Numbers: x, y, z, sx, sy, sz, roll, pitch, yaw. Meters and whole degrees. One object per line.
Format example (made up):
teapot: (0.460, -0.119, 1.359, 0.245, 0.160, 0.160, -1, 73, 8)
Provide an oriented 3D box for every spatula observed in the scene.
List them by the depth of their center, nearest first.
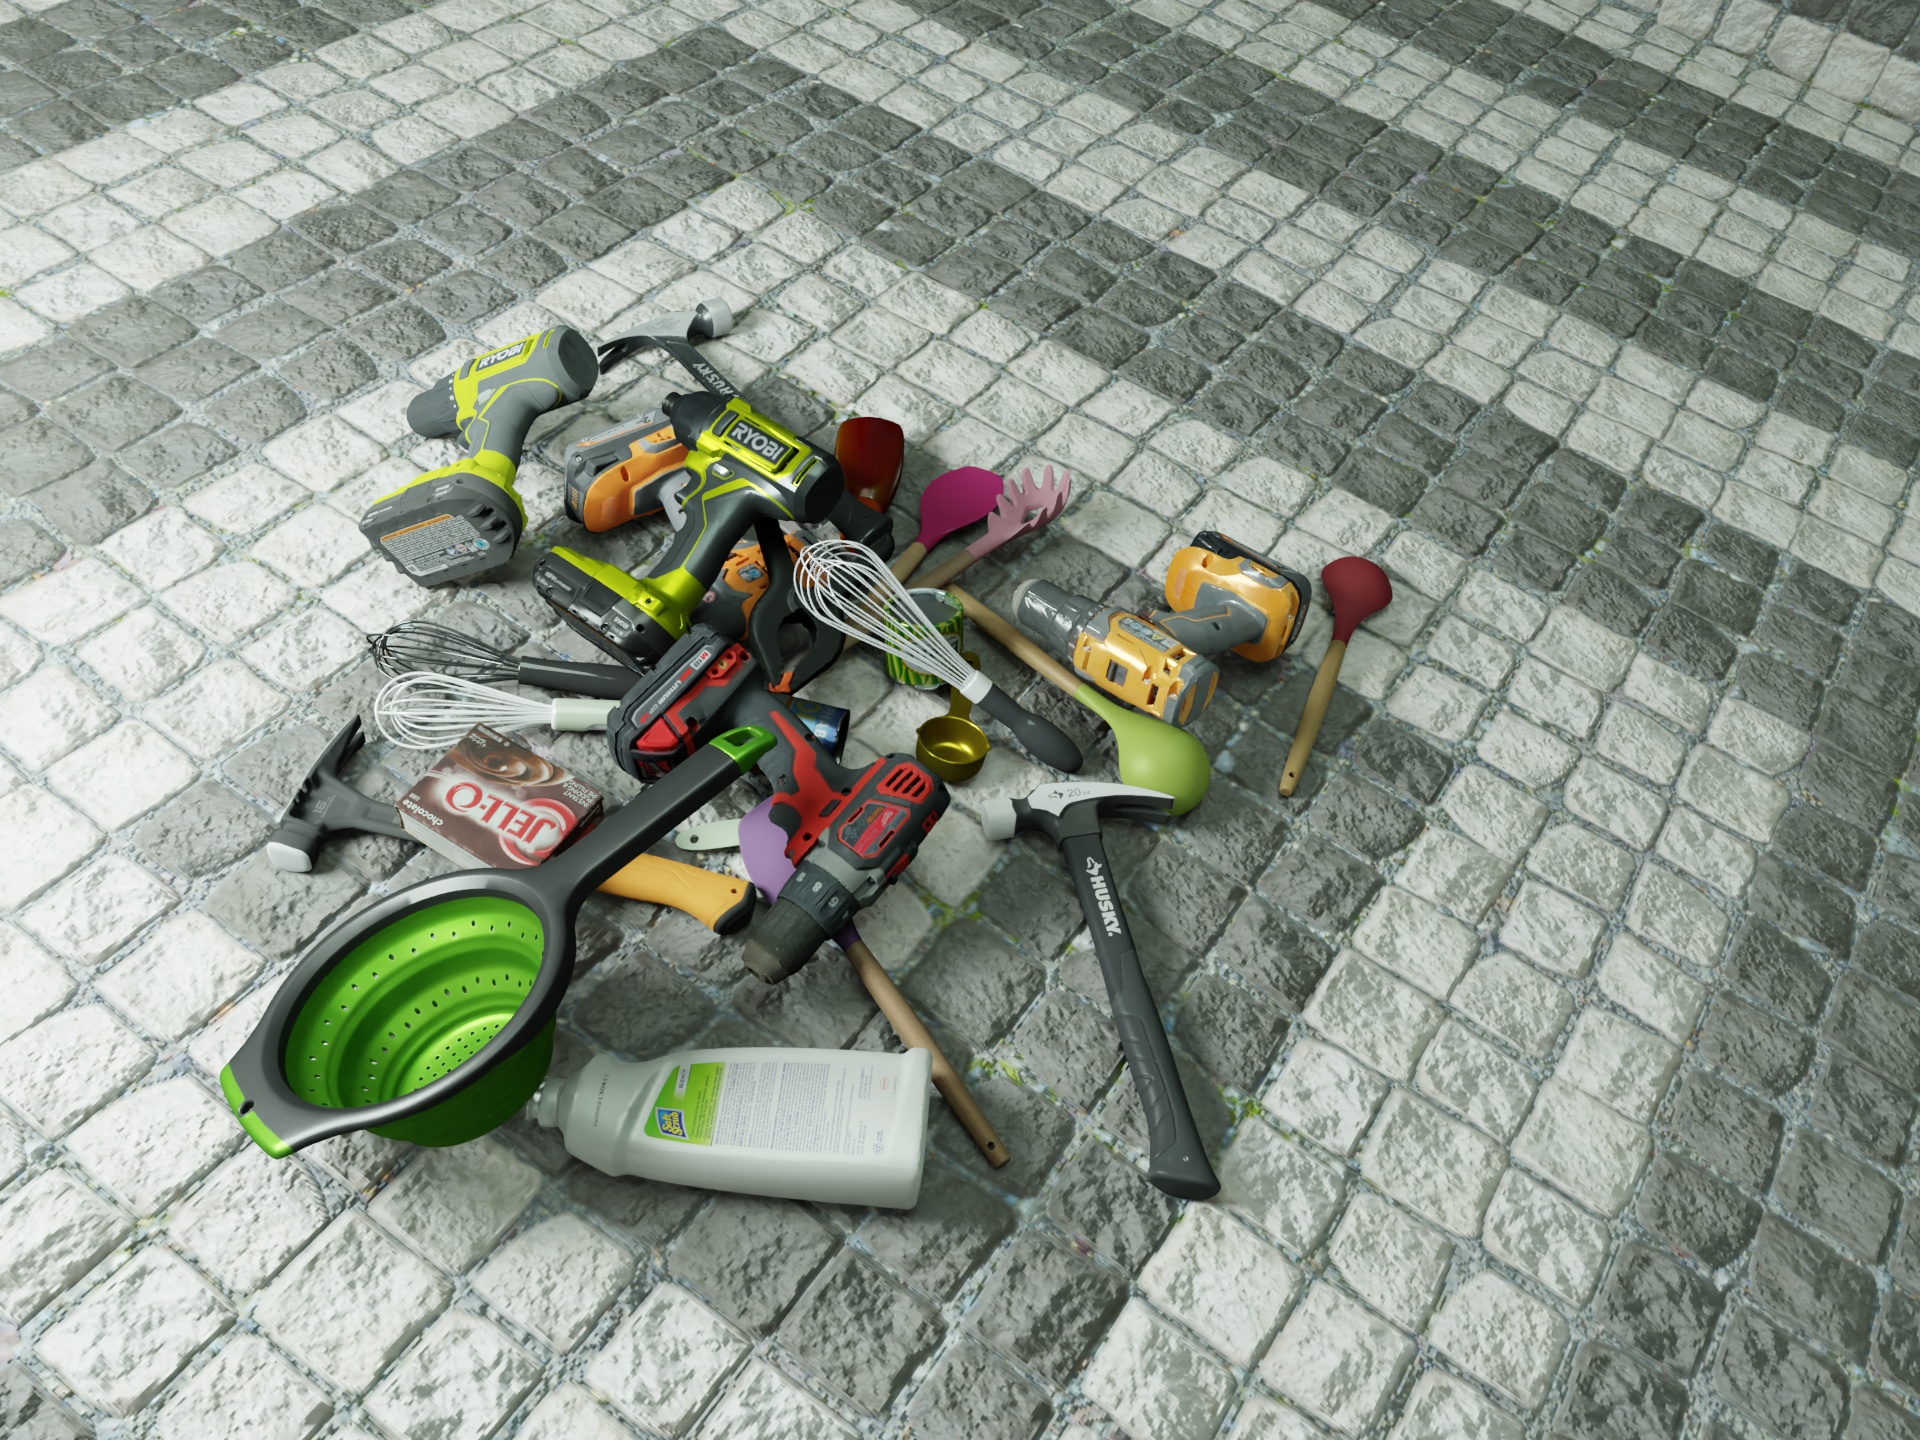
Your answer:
spatula: (-0.063, 0.179, 1.110, 0.060, 0.018, 0.316, -37, 67, -3)

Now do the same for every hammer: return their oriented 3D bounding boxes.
hammer: (0.123, 0.183, 1.144, 0.146, 0.035, 0.335, -8, 52, -11)
hammer: (-0.310, 0.088, 1.146, 0.337, 0.034, 0.127, 14, 49, 1)
hammer: (-0.188, -0.269, 1.452, 0.149, 0.036, 0.409, -24, 51, -26)

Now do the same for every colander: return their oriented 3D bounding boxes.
colander: (-0.263, 0.148, 1.020, 0.397, 0.094, 0.205, -39, 40, -23)

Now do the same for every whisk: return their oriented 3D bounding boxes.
whisk: (-0.320, -0.004, 1.222, 0.246, 0.058, 0.059, 2, 83, -13)
whisk: (-0.343, -0.041, 1.246, 0.239, 0.055, 0.055, 8, 48, -9)
whisk: (-0.012, -0.046, 1.250, 0.284, 0.070, 0.070, 38, 47, -15)

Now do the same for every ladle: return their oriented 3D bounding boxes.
ladle: (0.080, -0.030, 1.330, 0.078, 0.062, 0.320, -32, 55, -29)
ladle: (0.324, -0.048, 1.398, 0.069, 0.031, 0.316, 22, 50, 9)

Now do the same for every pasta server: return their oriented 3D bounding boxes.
pasta server: (-0.013, -0.136, 1.376, 0.060, 0.040, 0.316, 22, 46, 38)

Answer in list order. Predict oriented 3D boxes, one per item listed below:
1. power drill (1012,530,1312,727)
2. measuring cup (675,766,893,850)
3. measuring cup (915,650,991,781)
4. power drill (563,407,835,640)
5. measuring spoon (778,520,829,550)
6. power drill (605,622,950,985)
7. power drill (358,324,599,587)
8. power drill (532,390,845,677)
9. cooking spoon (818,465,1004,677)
power drill: (0.169, -0.089, 1.339, 0.185, 0.084, 0.226, 32, 40, 27)
measuring cup: (-0.127, 0.085, 1.188, 0.167, 0.038, 0.083, -7, 64, 5)
measuring cup: (-0.002, -0.004, 1.300, 0.062, 0.029, 0.157, 13, 36, -1)
power drill: (-0.238, -0.153, 1.343, 0.164, 0.084, 0.227, -34, 67, -33)
measuring spoon: (-0.160, -0.173, 1.420, 0.034, 0.018, 0.124, -13, 45, -38)
power drill: (-0.145, 0.059, 1.122, 0.227, 0.080, 0.188, 36, 69, 12)
power drill: (-0.417, -0.225, 1.341, 0.190, 0.080, 0.229, -13, 47, 25)
power drill: (-0.221, -0.154, 1.251, 0.171, 0.080, 0.223, 32, 76, 22)
cooking spoon: (-0.049, -0.137, 1.406, 0.069, 0.017, 0.319, 22, 48, 17)
